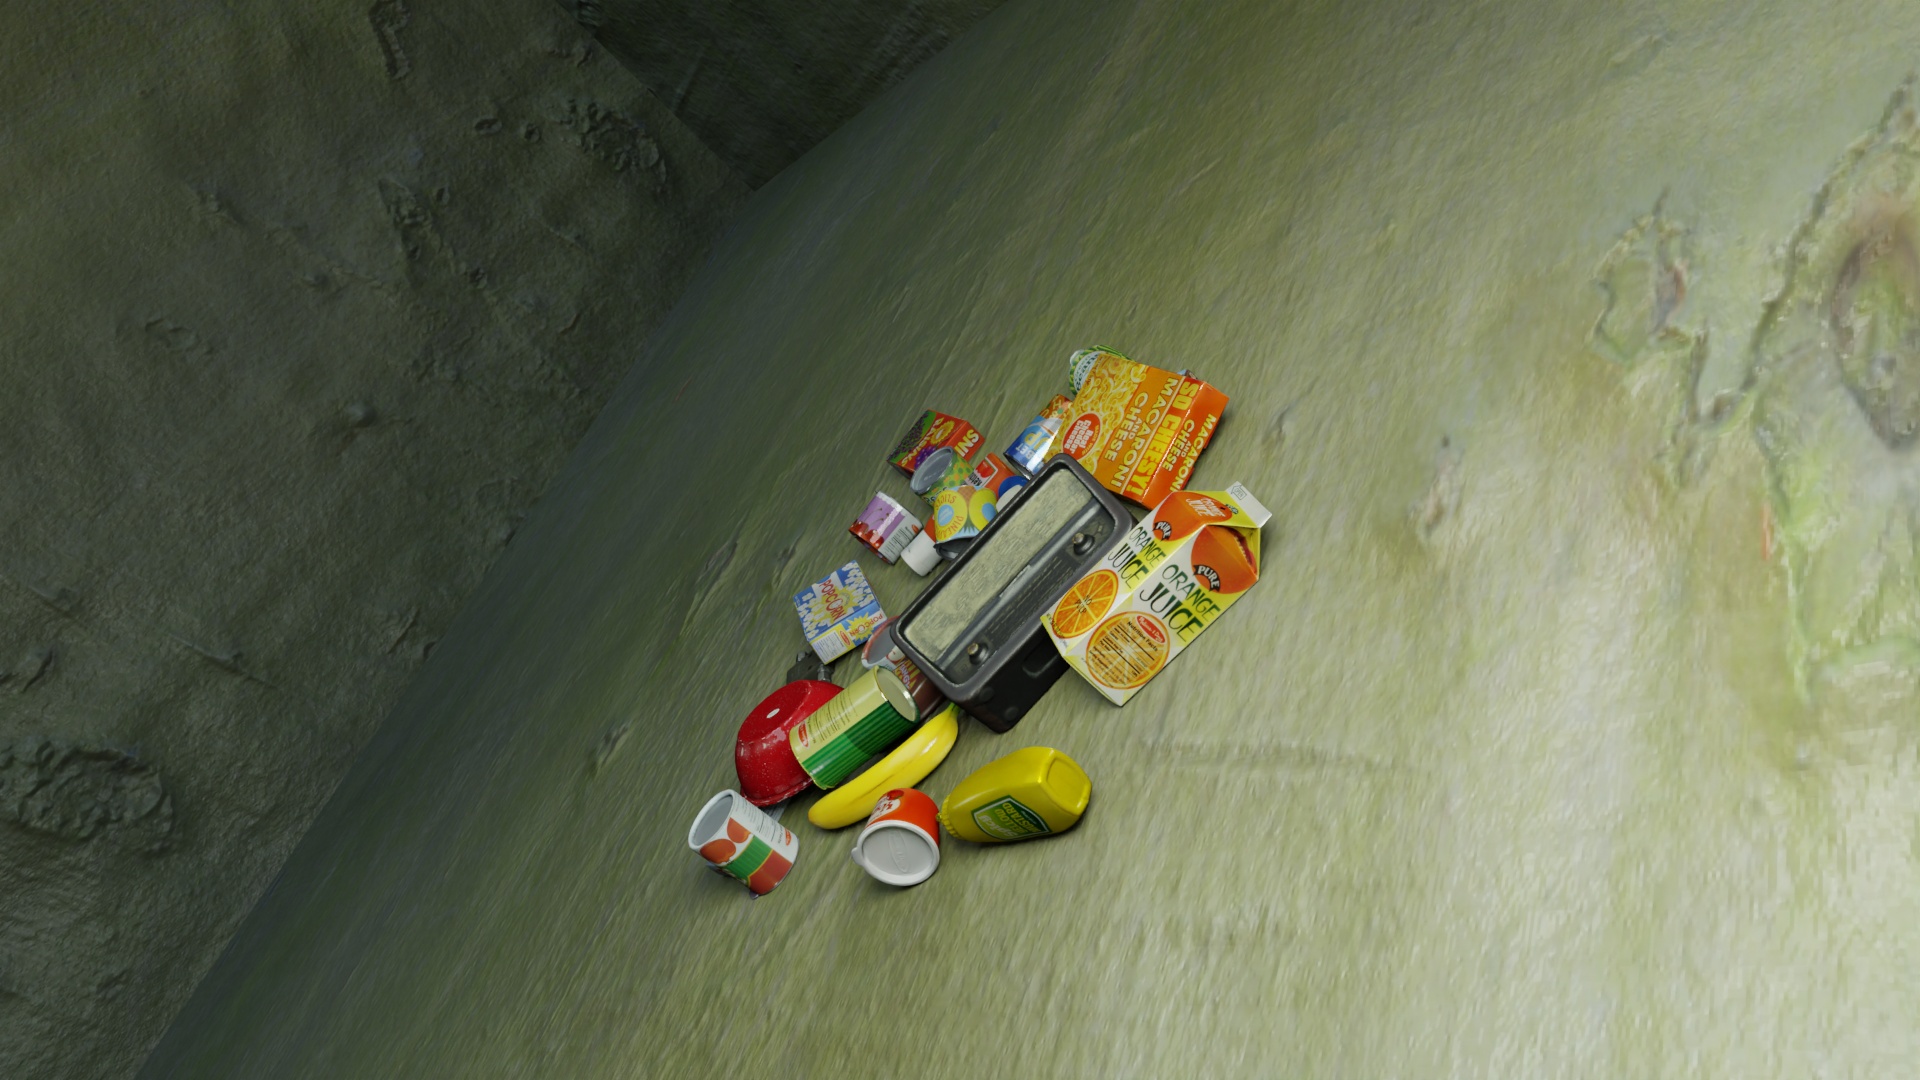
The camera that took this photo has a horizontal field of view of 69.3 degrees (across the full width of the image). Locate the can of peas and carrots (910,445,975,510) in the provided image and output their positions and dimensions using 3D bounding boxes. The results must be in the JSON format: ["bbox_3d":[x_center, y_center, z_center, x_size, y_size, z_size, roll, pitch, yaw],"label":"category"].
[{"bbox_3d":[-0.013,-0.060,1.544,0.070,0.058,0.071,-37,27,23],"label":"can of peas and carrots"}]

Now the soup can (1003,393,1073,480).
[{"bbox_3d":[0.095,-0.097,1.410,0.084,0.071,0.071,-48,24,-1],"label":"soup can"}]

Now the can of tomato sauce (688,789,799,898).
[{"bbox_3d":[-0.206,0.286,1.313,0.071,0.083,0.071,-37,26,22],"label":"can of tomato sauce"}]

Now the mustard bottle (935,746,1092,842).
[{"bbox_3d":[0.030,0.205,1.078,0.159,0.065,0.049,-30,24,46],"label":"mustard bottle"}]

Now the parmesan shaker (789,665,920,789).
[{"bbox_3d":[-0.094,0.171,1.261,0.103,0.071,0.071,-37,26,14],"label":"parmesan shaker"}]

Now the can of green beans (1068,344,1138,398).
[{"bbox_3d":[0.151,-0.162,1.418,0.071,0.071,0.058,-46,24,4],"label":"can of green beans"}]

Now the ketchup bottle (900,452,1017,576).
[{"bbox_3d":[0.000,-0.025,1.490,0.148,0.043,0.065,-46,25,5],"label":"ketchup bottle"}]

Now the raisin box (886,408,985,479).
[{"bbox_3d":[-0.031,-0.110,1.671,0.086,0.040,0.123,-50,25,-6],"label":"raisin box"}]

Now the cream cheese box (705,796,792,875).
[{"bbox_3d":[-0.209,0.286,1.390,0.053,0.024,0.104,-12,43,51],"label":"cream cheese box"}]

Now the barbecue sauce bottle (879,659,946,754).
[{"bbox_3d":[-0.037,0.134,1.310,0.148,0.043,0.065,-41,33,14],"label":"barbecue sauce bottle"}]

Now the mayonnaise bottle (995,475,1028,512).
[{"bbox_3d":[0.065,-0.023,1.361,0.041,0.064,0.148,-44,21,11],"label":"mayonnaise bottle"}]

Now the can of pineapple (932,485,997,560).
[{"bbox_3d":[0.005,-0.018,1.415,0.070,0.071,0.058,-25,60,41],"label":"can of pineapple"}]

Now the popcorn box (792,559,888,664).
[{"bbox_3d":[-0.133,0.078,1.533,0.085,0.038,0.127,-32,25,-2],"label":"popcorn box"}]

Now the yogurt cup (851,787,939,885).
[{"bbox_3d":[-0.048,0.242,1.146,0.072,0.072,0.054,-36,19,24],"label":"yogurt cup"}]

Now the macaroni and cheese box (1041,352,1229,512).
[{"bbox_3d":[0.160,-0.101,1.293,0.167,0.040,0.123,29,91,57],"label":"macaroni and cheese box"}]

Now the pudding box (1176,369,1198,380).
[{"bbox_3d":[0.191,-0.128,1.345,0.083,0.030,0.050,-22,36,44],"label":"pudding box"}]

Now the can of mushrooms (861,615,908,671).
[{"bbox_3d":[-0.066,0.109,1.409,0.071,0.033,0.071,-38,26,22],"label":"can of mushrooms"}]

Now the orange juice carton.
[{"bbox_3d":[0.163,0.032,1.101,0.192,0.073,0.072,-44,24,7],"label":"orange juice carton"}]

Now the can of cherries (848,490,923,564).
[{"bbox_3d":[-0.087,-0.015,1.586,0.058,0.071,0.071,-52,25,-7],"label":"can of cherries"}]
